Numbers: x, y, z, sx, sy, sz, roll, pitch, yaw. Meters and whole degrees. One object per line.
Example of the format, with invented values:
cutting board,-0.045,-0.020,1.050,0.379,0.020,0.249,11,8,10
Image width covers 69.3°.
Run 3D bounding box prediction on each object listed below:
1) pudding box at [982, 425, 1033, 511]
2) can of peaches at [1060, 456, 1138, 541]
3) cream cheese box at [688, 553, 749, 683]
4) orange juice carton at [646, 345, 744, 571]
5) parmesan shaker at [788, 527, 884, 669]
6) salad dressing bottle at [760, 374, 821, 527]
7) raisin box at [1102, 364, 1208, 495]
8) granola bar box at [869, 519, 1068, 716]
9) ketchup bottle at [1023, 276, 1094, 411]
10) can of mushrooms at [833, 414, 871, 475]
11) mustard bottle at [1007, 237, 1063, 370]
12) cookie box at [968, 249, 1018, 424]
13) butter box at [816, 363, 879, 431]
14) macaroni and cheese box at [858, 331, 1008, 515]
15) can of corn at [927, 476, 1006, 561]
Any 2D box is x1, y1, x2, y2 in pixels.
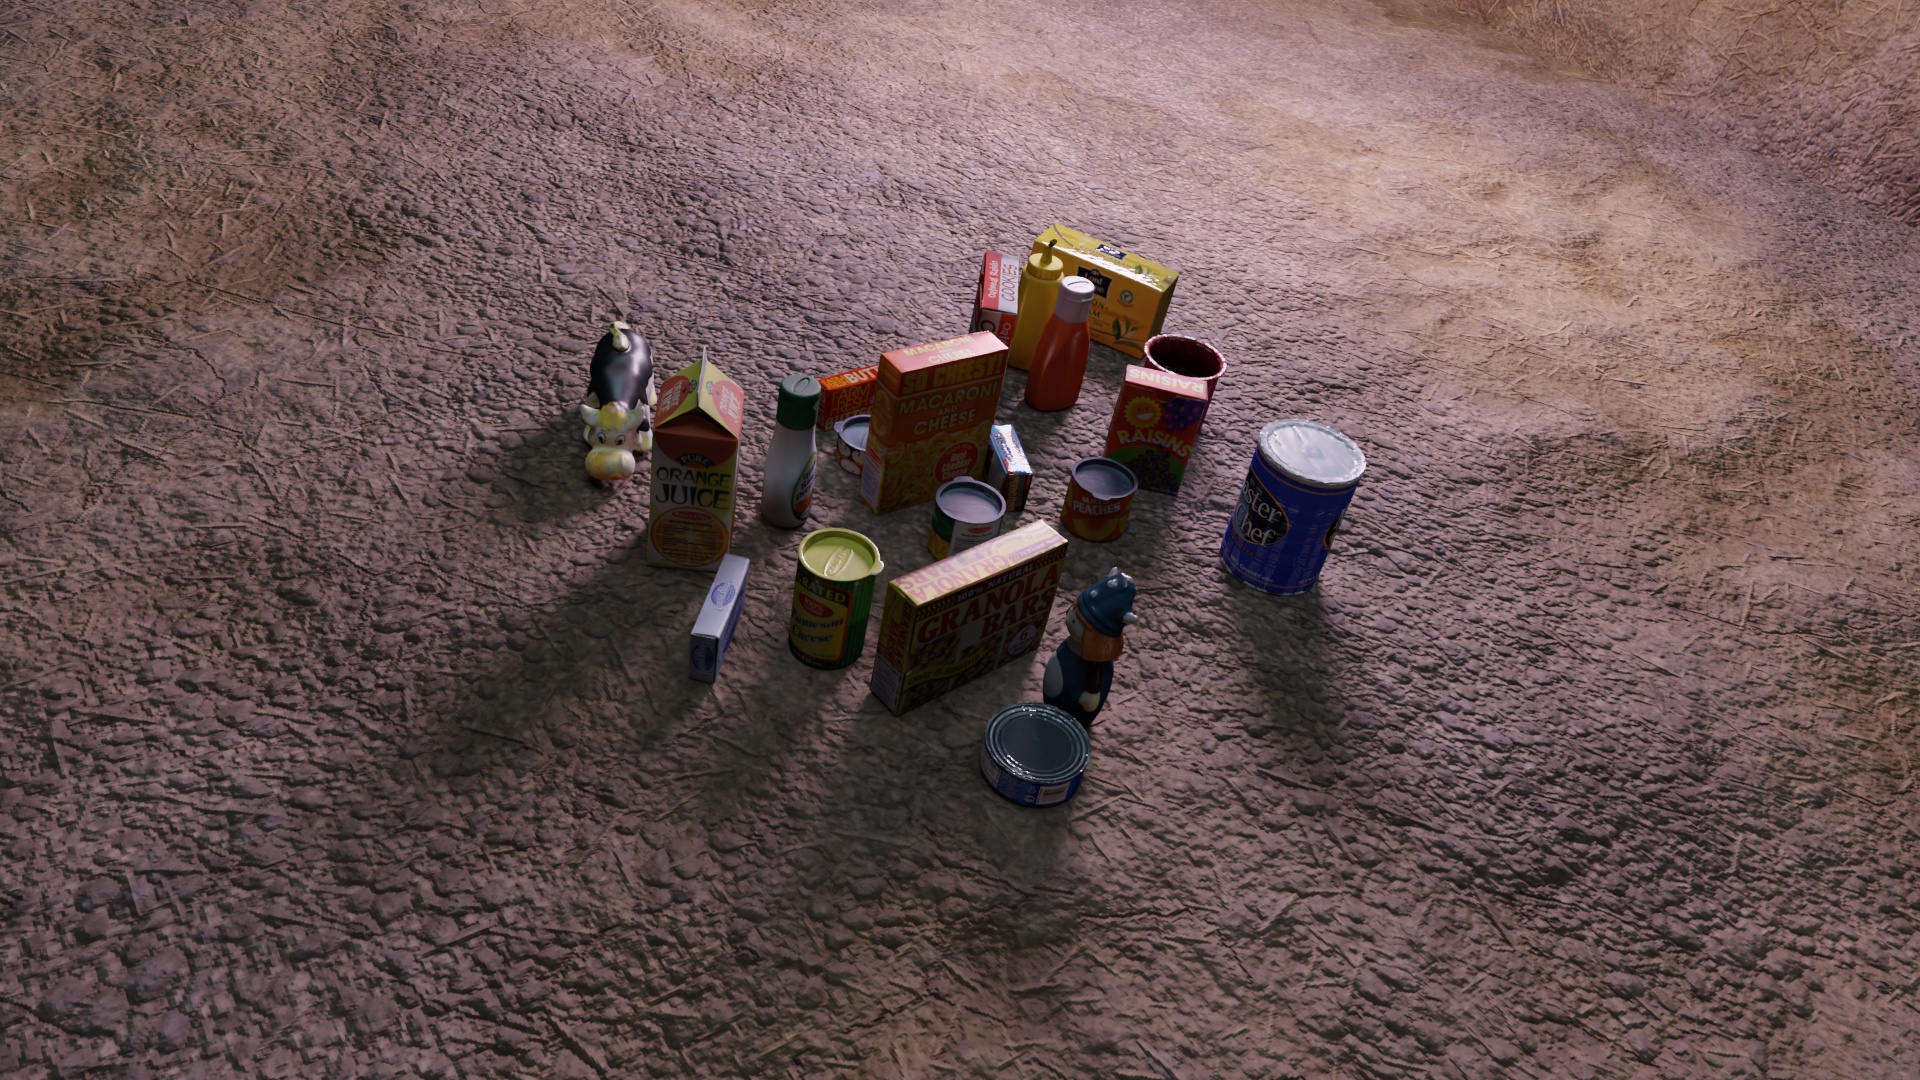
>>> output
pudding box,0.044,-0.073,1.392,0.030,0.049,0.084,-1,40,-17
can of peaches,0.135,-0.039,1.366,0.071,0.057,0.071,7,38,-6
cream cheese box,-0.200,0.064,1.153,0.024,0.053,0.104,12,38,0
orange juice carton,-0.228,-0.068,1.198,0.073,0.191,0.072,6,39,-8
parmesan shaker,-0.104,0.051,1.155,0.071,0.102,0.072,7,38,-6
salad dressing bottle,-0.153,-0.081,1.270,0.044,0.146,0.064,20,39,10
raisin box,0.196,-0.112,1.420,0.086,0.122,0.040,13,38,1
granola bar box,0.008,0.063,1.152,0.166,0.123,0.039,-22,49,-36
ketchup bottle,0.112,-0.212,1.502,0.065,0.148,0.044,-16,46,-31
can of mushrooms,-0.094,-0.096,1.396,0.071,0.033,0.071,7,38,-6
mustard bottle,0.086,-0.270,1.558,0.049,0.159,0.066,11,38,-1
cookie box,0.026,-0.198,1.448,0.040,0.166,0.123,9,38,-4
butter box,-0.105,-0.152,1.447,0.104,0.052,0.024,-20,48,-34
macaroni and cheese box,-0.028,-0.112,1.327,0.124,0.165,0.040,-17,46,-32
can of corn,0.005,-0.016,1.303,0.071,0.058,0.071,7,38,-6
